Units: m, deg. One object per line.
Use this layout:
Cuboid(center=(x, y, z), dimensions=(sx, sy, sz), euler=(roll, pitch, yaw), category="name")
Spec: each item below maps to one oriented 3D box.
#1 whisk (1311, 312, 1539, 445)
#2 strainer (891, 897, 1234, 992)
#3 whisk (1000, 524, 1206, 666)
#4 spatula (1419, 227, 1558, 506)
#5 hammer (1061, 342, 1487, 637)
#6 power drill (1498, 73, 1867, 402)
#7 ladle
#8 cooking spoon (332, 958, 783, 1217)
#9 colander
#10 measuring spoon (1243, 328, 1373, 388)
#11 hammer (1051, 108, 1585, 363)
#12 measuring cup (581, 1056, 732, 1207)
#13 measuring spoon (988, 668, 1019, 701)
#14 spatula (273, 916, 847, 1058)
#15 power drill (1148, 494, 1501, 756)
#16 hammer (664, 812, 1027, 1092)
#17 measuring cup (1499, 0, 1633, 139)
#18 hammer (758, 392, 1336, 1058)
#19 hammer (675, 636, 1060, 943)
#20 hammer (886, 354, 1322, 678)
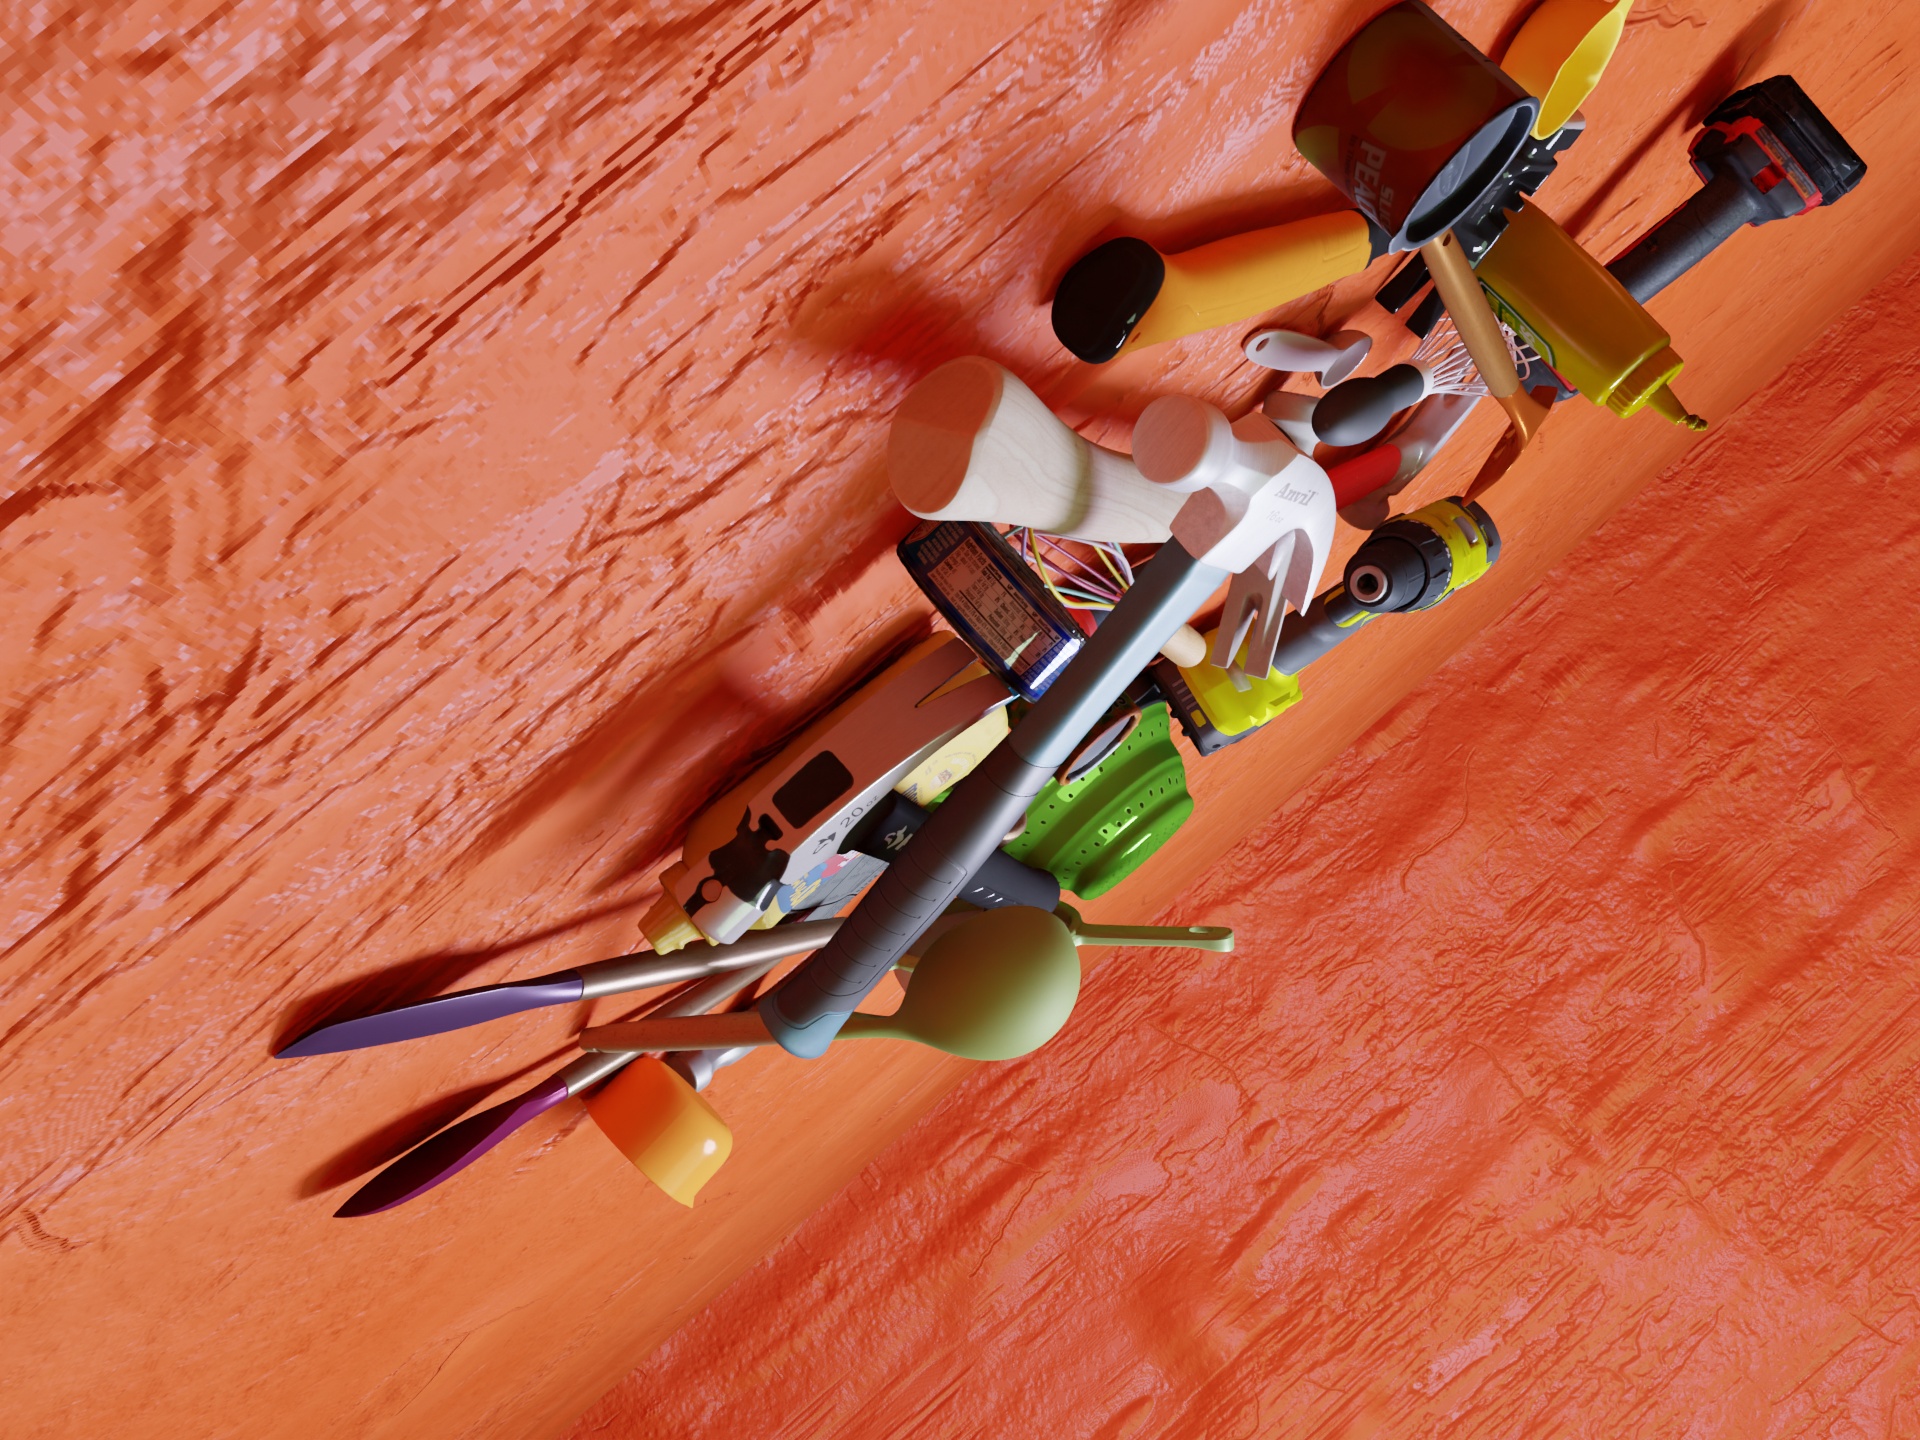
Cuboid(center=(0.249, -0.184, 0.843), dimensions=(0.284, 0.070, 0.070), euler=(-32, 164, -49), category="whisk")
Cuboid(center=(0.067, 0.177, 1.134), dimensions=(0.256, 0.069, 0.151), euler=(-1, -168, 15), category="strainer")
Cuboid(center=(0.076, -0.058, 0.769), dimensions=(0.051, 0.047, 0.244), euler=(-39, 156, 12), category="whisk")
Cuboid(center=(0.254, -0.177, 0.779), dimensions=(0.081, 0.041, 0.322), euler=(-58, 151, 6), category="spatula")
Cuboid(center=(0.186, -0.125, 0.943), dimensions=(0.386, 0.038, 0.143), euler=(-28, 159, -42), category="hammer")
Cuboid(center=(0.426, -0.287, 0.988), dimensions=(0.219, 0.078, 0.143), euler=(-41, -176, 18), category="power drill")
Cuboid(center=(-0.079, 0.136, 0.769), dimensions=(0.320, 0.062, 0.078), euler=(-12, 146, 39), category="ladle")
Cuboid(center=(-0.202, 0.190, 0.875), dimensions=(0.069, 0.017, 0.319), euler=(-18, -174, 38), category="cooking spoon")
Cuboid(center=(0.071, 0.069, 1.097), dimensions=(0.204, 0.094, 0.397), euler=(-46, 165, 19), category="colander")
Cuboid(center=(0.165, -0.183, 0.776), dimensions=(0.124, 0.018, 0.034), euler=(-9, 146, -53), category="measuring spoon")
Cuboid(center=(0.147, -0.190, 0.660), dimensions=(0.337, 0.034, 0.127), euler=(-28, 159, -43), category="hammer")
Cuboid(center=(-0.188, 0.256, 1.029), dimensions=(0.052, 0.095, 0.173), euler=(-46, 180, -10), category="measuring cup")
Cuboid(center=(-0.001, -0.003, 0.872), dimensions=(0.128, 0.021, 0.042), euler=(-38, 170, 28), category="measuring spoon")
Cuboid(center=(-0.156, 0.116, 0.717), dimensions=(0.060, 0.018, 0.315), euler=(-29, 165, 34), category="spatula")
Cuboid(center=(0.243, -0.066, 1.080), dimensions=(0.228, 0.080, 0.190), euler=(-36, 173, 36), category="power drill")
Cuboid(center=(-0.064, 0.136, 0.996), dimensions=(0.130, 0.031, 0.331), euler=(-29, 170, -49), category="hammer")
Cuboid(center=(0.267, -0.315, 0.642), dimensions=(0.062, 0.029, 0.156), euler=(-21, 143, -54), category="measuring cup")
Cuboid(center=(0.019, 0.020, 0.606), dimensions=(0.128, 0.033, 0.331), euler=(4, 133, -50), category="hammer")
Cuboid(center=(-0.004, 0.059, 0.747), dimensions=(0.146, 0.035, 0.334), euler=(-44, 159, 3), category="hammer")
Cuboid(center=(0.078, -0.082, 0.655), dimensions=(0.410, 0.038, 0.146), euler=(-9, 114, -63), category="hammer")
